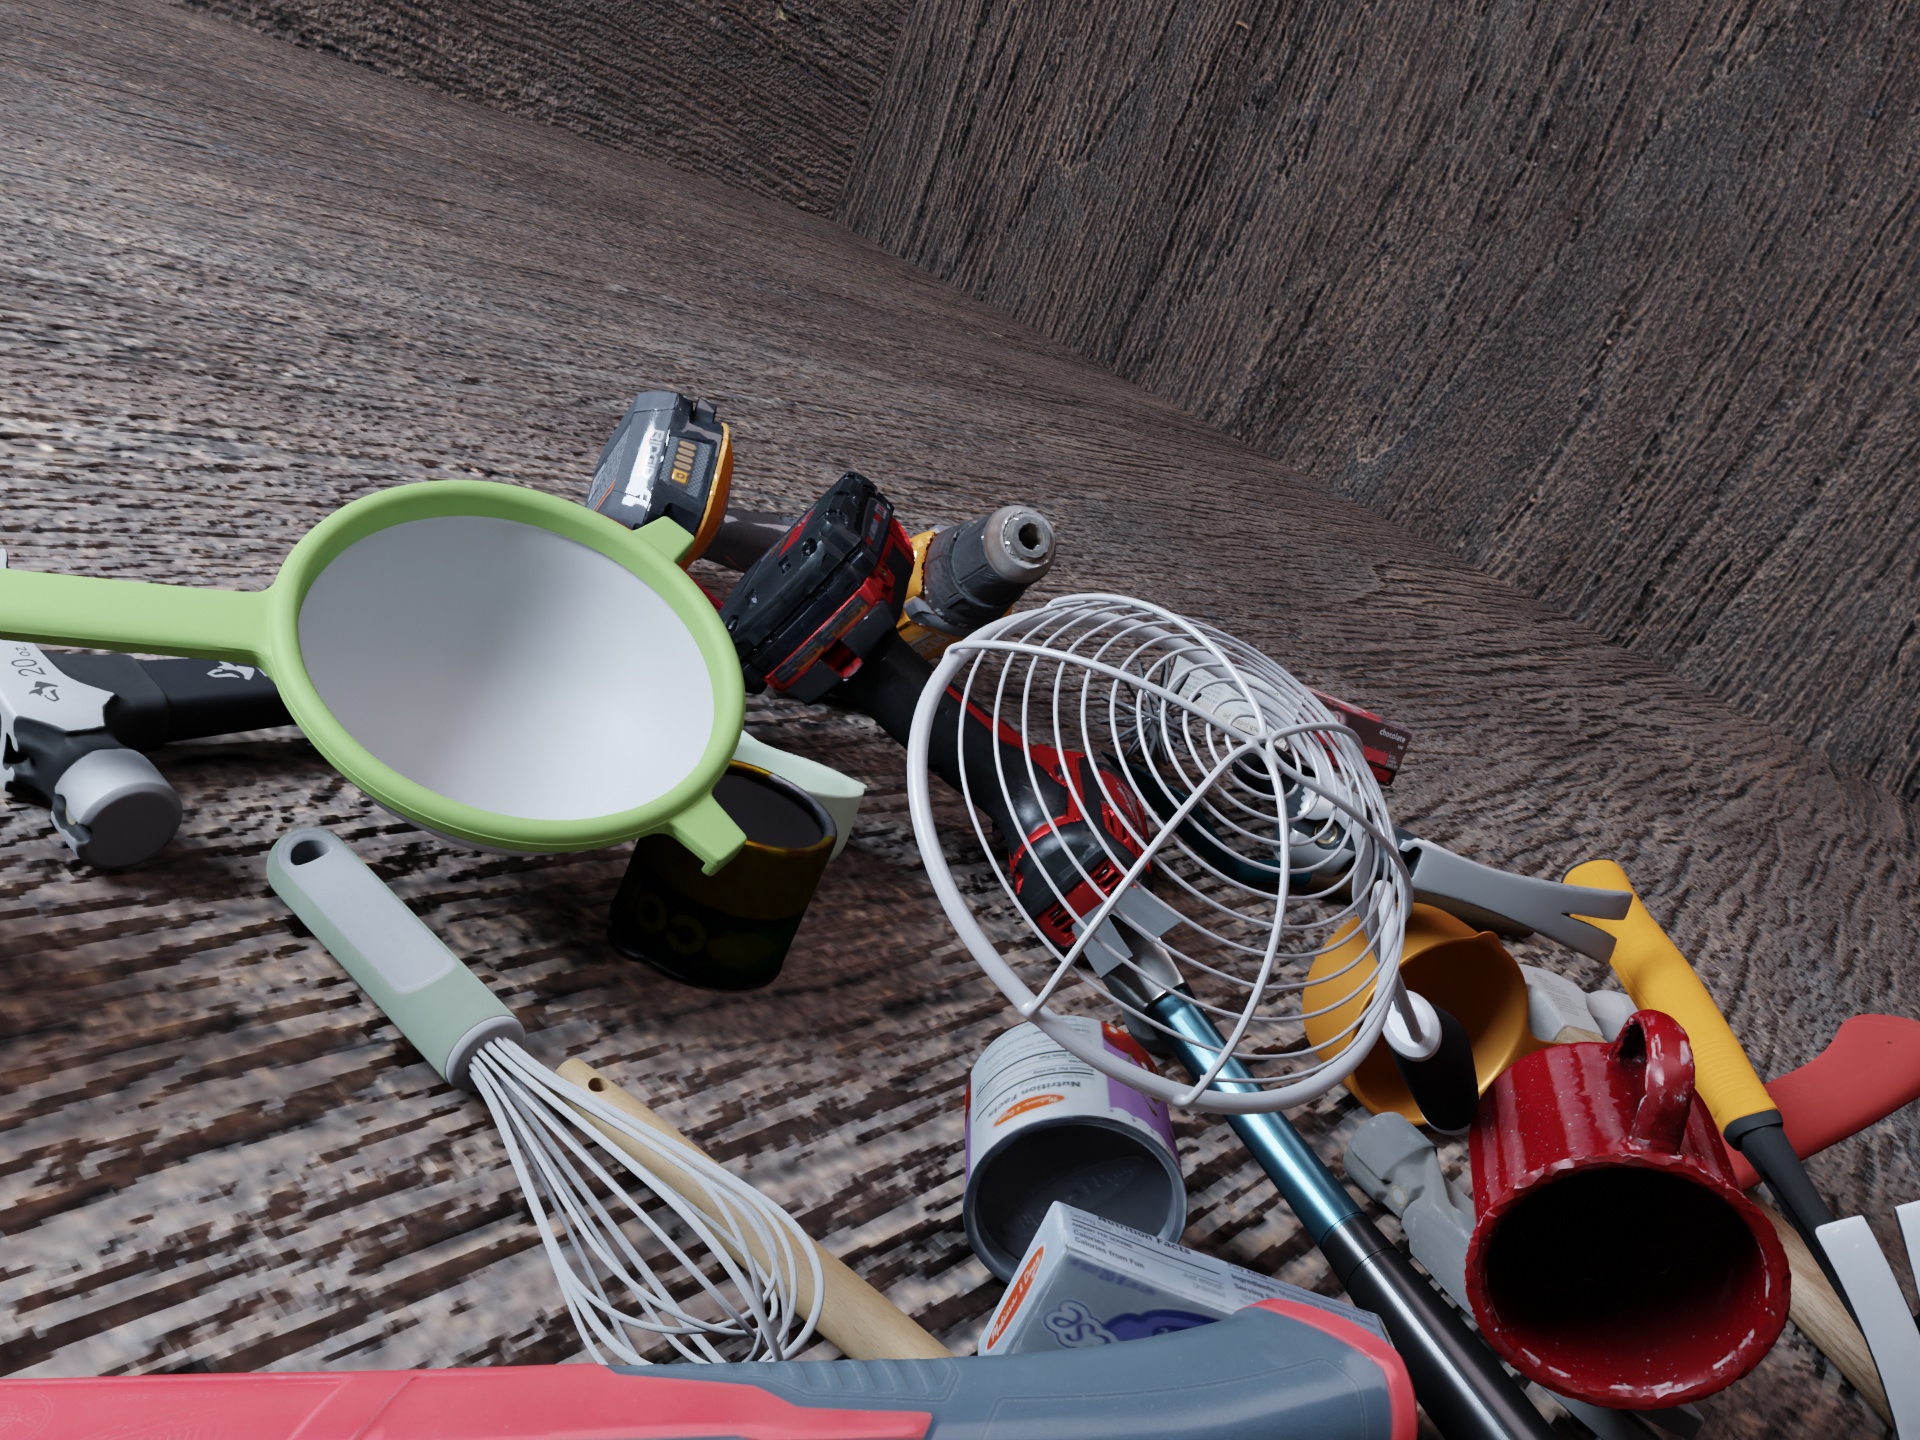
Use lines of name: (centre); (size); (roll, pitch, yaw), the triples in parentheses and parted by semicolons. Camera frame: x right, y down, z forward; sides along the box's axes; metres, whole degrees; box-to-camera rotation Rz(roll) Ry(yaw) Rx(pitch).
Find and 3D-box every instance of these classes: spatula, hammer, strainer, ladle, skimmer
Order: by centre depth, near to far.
hammer: (-0.076, 0.147, 0.289); (0.386, 0.038, 0.143); (7, 26, -21)
ladle: (0.011, 0.169, 0.394); (0.320, 0.062, 0.078); (31, 30, 25)
skimmer: (0.095, 0.080, 0.463); (0.362, 0.090, 0.127); (50, 23, -56)
hammer: (0.131, 0.174, 0.499); (0.331, 0.033, 0.128); (52, -5, 42)
strainer: (-0.198, -0.009, 0.501); (0.256, 0.069, 0.152); (6, 49, -27)
hammer: (0.288, 0.134, 0.603); (0.337, 0.034, 0.127); (-80, 148, -68)
hammer: (-0.201, -0.020, 0.622); (0.146, 0.035, 0.334); (37, 27, 30)
hammer: (0.328, 0.185, 0.663); (0.359, 0.036, 0.149); (-6, 34, -36)
hammer: (0.338, 0.214, 0.705); (0.130, 0.031, 0.332); (17, 21, -23)
hammer: (0.198, 0.047, 0.813); (0.149, 0.036, 0.409); (19, 4, -1)
spatula: (0.214, 0.080, 0.883); (0.317, 0.044, 0.082); (15, 7, -29)

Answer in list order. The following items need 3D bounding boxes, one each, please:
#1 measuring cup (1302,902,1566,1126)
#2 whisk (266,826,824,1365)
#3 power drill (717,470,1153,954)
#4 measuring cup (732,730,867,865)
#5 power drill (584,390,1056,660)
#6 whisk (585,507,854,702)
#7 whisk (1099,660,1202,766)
measuring cup: (0.226, 0.133, 0.698); (0.173, 0.095, 0.052); (18, 12, -27)
whisk: (-0.126, 0.095, 0.435); (0.058, 0.059, 0.247); (-31, 49, -34)
power drill: (-0.001, -0.002, 0.715); (0.219, 0.078, 0.143); (44, 16, -12)
measuring cup: (-0.098, 0.026, 0.678); (0.083, 0.038, 0.168); (14, 5, -26)
power drill: (-0.073, -0.096, 0.835); (0.226, 0.084, 0.185); (17, -16, -21)
whisk: (-0.116, -0.043, 0.791); (0.295, 0.073, 0.073); (18, 20, -38)
whisk: (0.104, 0.004, 0.867); (0.055, 0.055, 0.239); (28, -2, 8)
